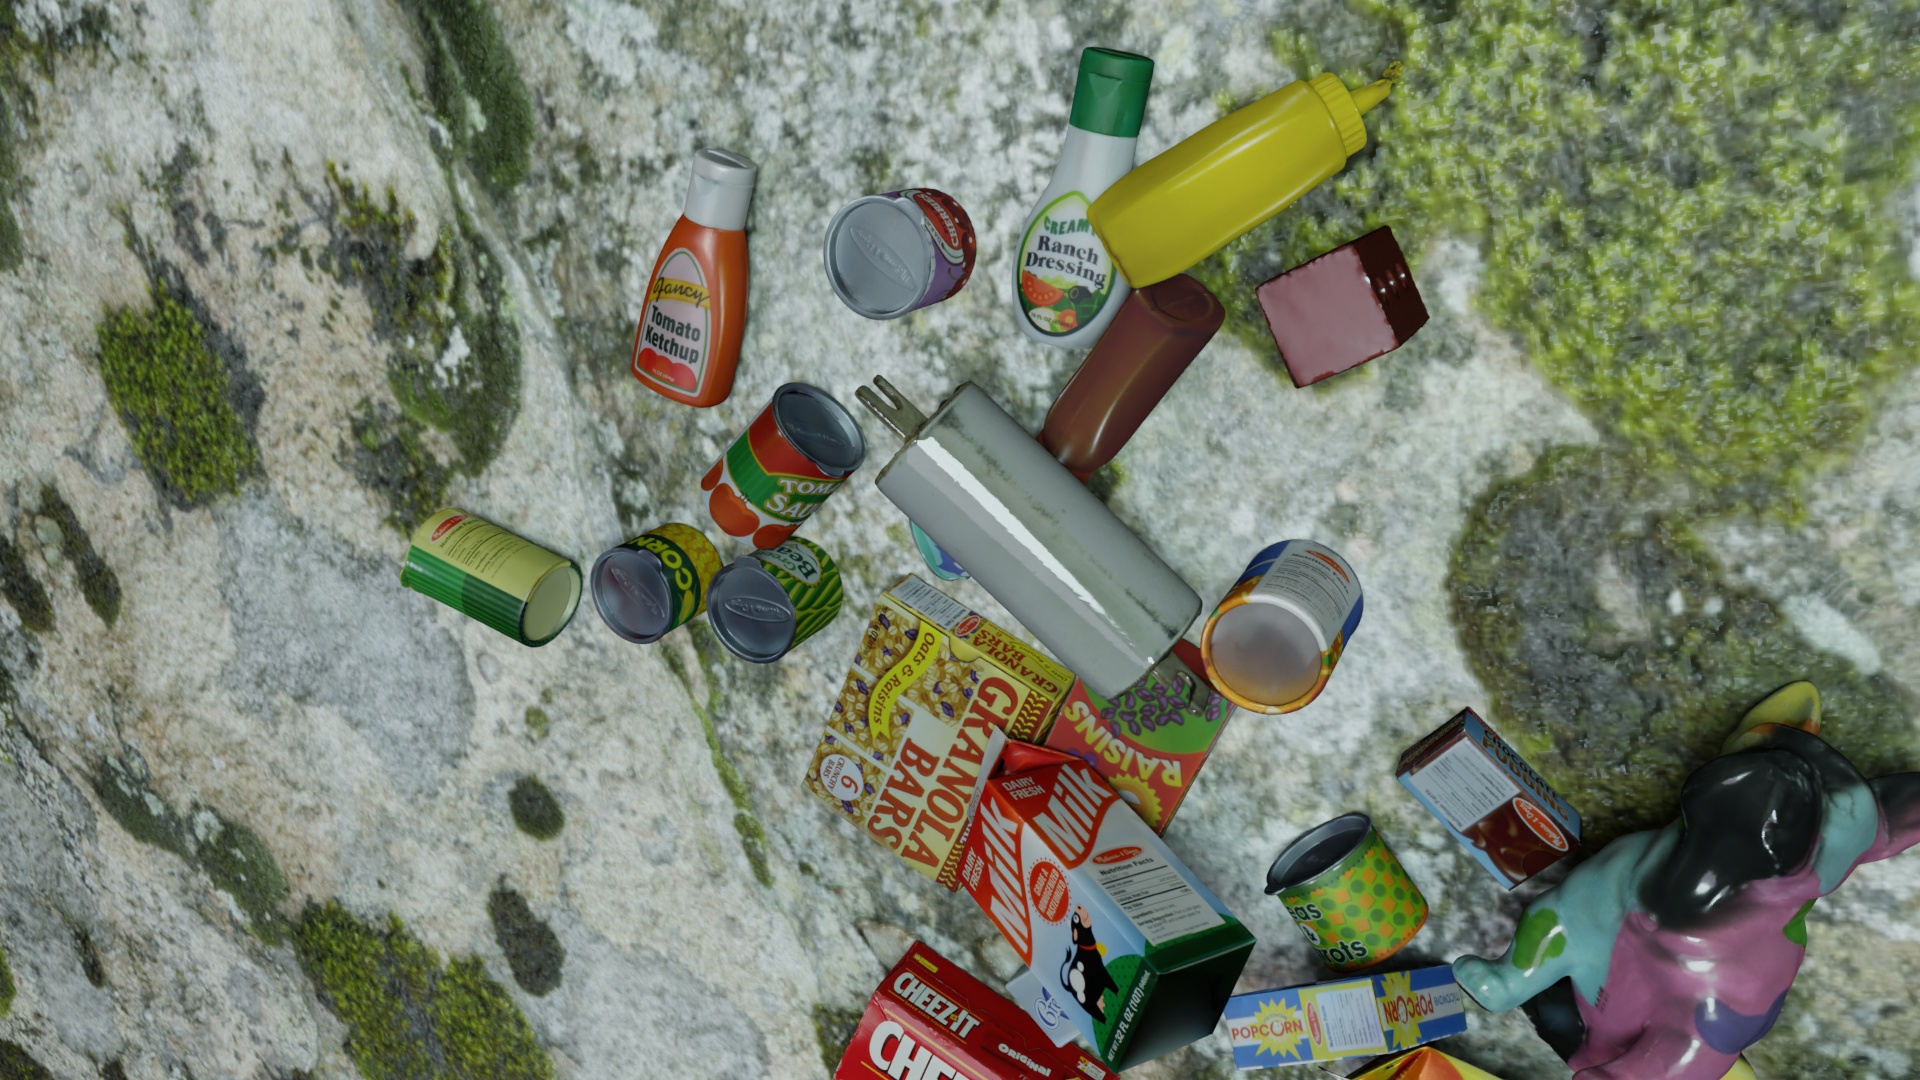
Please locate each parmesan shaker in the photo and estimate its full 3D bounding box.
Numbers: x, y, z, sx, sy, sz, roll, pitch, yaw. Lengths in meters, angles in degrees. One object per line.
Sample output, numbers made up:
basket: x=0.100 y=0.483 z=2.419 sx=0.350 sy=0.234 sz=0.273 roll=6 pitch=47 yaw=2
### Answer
parmesan shaker: x=-0.328 y=0.028 z=0.972 sx=0.103 sy=0.071 sz=0.071 roll=23 pitch=117 yaw=18

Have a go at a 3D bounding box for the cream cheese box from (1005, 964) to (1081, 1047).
cream cheese box: x=0.081 y=0.275 z=0.877 sx=0.053 sy=0.024 sz=0.103 roll=49 pitch=122 yaw=5

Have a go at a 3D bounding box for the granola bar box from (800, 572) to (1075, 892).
granola bar box: x=-0.018 y=0.122 z=0.865 sx=0.124 sy=0.039 sz=0.164 roll=31 pitch=119 yaw=14

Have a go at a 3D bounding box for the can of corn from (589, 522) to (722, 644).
can of corn: x=-0.197 y=0.025 z=0.911 sx=0.071 sy=0.058 sz=0.071 roll=9 pitch=112 yaw=24

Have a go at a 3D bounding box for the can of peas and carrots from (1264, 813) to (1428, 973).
can of peas and carrots: x=0.209 y=0.193 z=0.755 sx=0.070 sy=0.071 sz=0.058 roll=-35 pitch=91 yaw=32

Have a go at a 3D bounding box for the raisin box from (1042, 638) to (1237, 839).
raisin box: x=0.100 y=0.111 z=0.801 sx=0.086 sy=0.040 sz=0.122 roll=31 pitch=118 yaw=15

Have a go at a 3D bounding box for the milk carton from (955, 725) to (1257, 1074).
milk carton: x=0.062 y=0.184 z=0.755 sx=0.191 sy=0.073 sz=0.072 roll=44 pitch=127 yaw=42

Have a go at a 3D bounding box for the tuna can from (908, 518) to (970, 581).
tuna can: x=0.003 y=-0.010 z=0.792 sx=0.033 sy=0.071 sz=0.071 roll=-14 pitch=101 yaw=30

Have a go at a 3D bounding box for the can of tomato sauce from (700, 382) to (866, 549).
can of tomato sauce: x=-0.107 y=-0.042 z=0.836 sx=0.071 sy=0.071 sz=0.082 roll=50 pitch=123 yaw=3

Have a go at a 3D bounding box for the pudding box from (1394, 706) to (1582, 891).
pudding box: x=0.275 y=0.135 z=0.724 sx=0.084 sy=0.030 sz=0.049 roll=46 pitch=120 yaw=6

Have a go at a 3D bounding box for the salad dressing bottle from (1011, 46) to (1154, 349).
salad dressing bottle: x=0.065 y=-0.174 z=0.714 sx=0.064 sy=0.044 sz=0.147 roll=19 pitch=115 yaw=17

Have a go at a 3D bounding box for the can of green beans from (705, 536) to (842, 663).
can of green beans: x=-0.116 y=0.036 z=0.874 sx=0.071 sy=0.058 sz=0.071 roll=9 pitch=112 yaw=24

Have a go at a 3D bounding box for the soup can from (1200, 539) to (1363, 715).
soup can: x=0.165 y=0.046 z=0.717 sx=0.071 sy=0.084 sz=0.071 roll=10 pitch=112 yaw=24

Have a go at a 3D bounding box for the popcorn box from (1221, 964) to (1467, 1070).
popcorn box: x=0.209 y=0.255 z=0.746 sx=0.085 sy=0.127 sz=0.038 roll=-21 pitch=67 yaw=32

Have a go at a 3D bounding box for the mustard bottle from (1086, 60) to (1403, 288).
mustard bottle: x=0.139 y=-0.178 z=0.657 sx=0.160 sy=0.065 sz=0.048 roll=-29 pitch=114 yaw=10

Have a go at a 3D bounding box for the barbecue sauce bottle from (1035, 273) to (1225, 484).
barbecue sauce bottle: x=0.077 y=-0.073 z=0.735 sx=0.044 sy=0.065 sz=0.147 roll=49 pitch=131 yaw=15

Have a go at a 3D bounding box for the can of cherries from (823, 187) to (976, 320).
can of cherries: x=-0.030 y=-0.159 z=0.760 sx=0.071 sy=0.058 sz=0.071 roll=9 pitch=111 yaw=25

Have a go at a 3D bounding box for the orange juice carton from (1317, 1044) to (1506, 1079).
orange juice carton: x=0.285 y=0.325 z=0.741 sx=0.193 sy=0.071 sz=0.073 roll=21 pitch=78 yaw=16

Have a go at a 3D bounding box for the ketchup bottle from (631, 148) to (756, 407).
ketchup bottle: x=-0.155 y=-0.158 z=0.834 sx=0.065 sy=0.044 sz=0.148 roll=27 pitch=117 yaw=17
